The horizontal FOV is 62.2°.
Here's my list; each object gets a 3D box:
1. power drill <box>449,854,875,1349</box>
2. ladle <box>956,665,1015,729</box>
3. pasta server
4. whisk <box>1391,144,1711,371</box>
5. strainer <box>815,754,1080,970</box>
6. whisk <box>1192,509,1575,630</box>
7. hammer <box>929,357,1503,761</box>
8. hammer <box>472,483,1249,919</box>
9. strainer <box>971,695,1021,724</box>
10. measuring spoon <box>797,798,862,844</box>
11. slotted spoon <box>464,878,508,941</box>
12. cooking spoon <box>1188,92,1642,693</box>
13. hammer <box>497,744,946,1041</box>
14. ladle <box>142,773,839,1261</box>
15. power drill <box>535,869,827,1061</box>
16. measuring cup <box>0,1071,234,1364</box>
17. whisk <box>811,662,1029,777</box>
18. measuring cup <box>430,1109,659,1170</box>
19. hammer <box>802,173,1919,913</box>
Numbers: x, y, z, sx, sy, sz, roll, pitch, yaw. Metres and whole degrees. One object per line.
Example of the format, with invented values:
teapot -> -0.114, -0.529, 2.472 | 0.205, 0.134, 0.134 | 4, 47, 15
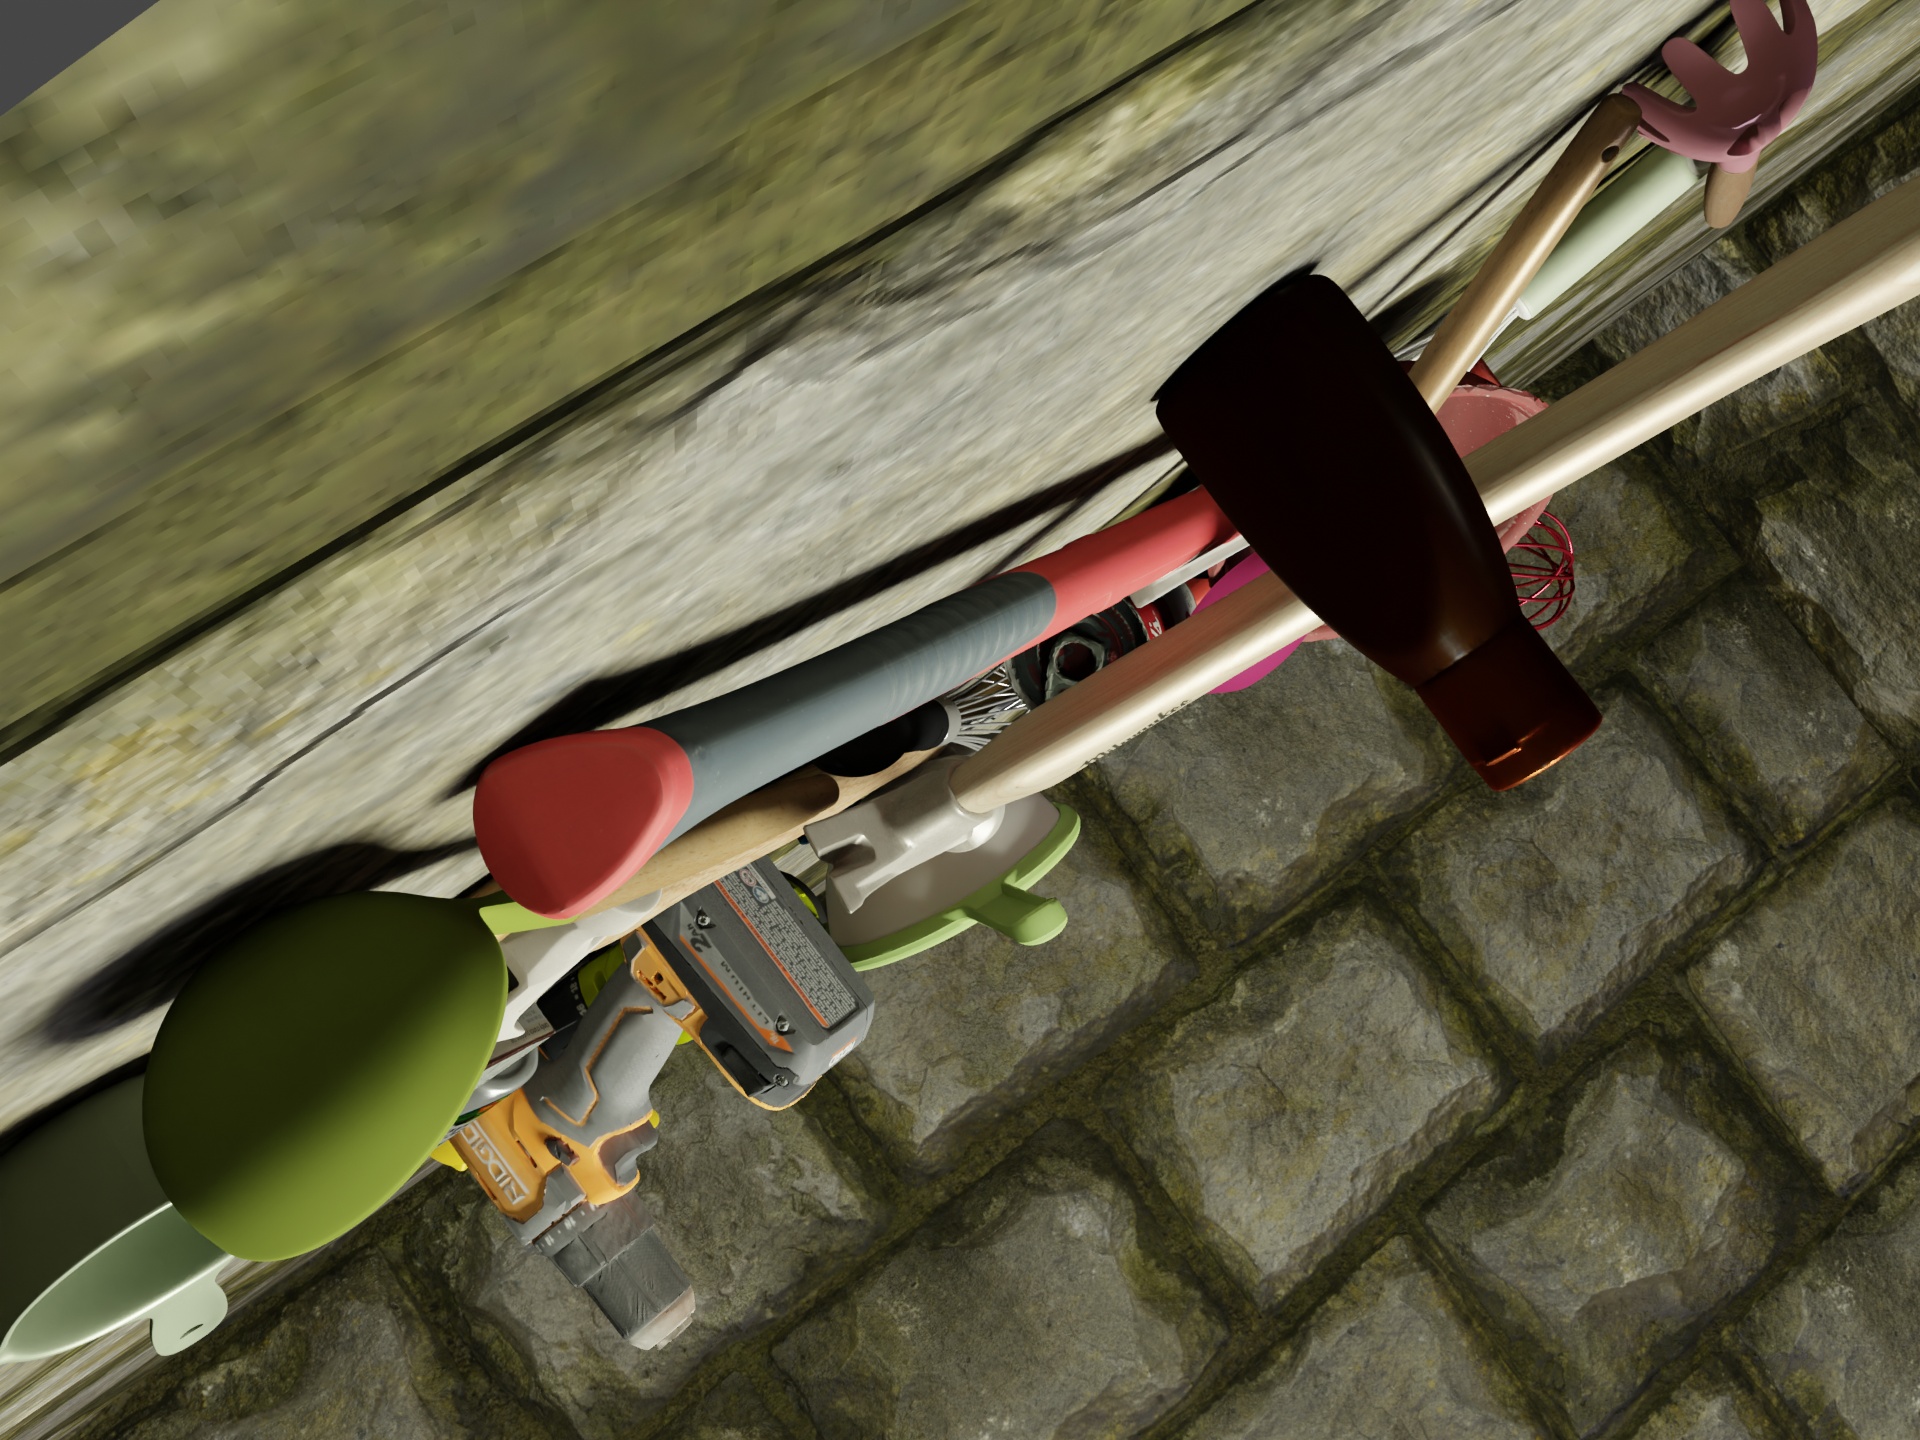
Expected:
power drill -> -0.145, 0.187, 0.771 | 0.226, 0.185, 0.084 | -41, 173, 23
ladle -> 0.088, -0.066, 0.926 | 0.315, 0.031, 0.069 | -35, 177, 12
pasta server -> 0.298, -0.224, 0.622 | 0.060, 0.040, 0.316 | -38, 173, 25
whisk -> 0.252, -0.192, 0.744 | 0.246, 0.057, 0.059 | -40, -150, 15
strainer -> -0.006, 0.062, 0.769 | 0.151, 0.069, 0.256 | -31, -173, -11
whisk -> 0.208, -0.082, 0.803 | 0.295, 0.073, 0.073 | 0, 156, -31
hammer -> 0.133, -0.075, 0.864 | 0.359, 0.037, 0.149 | -38, 162, 26
hammer -> 0.010, -0.029, 0.485 | 0.143, 0.038, 0.386 | -28, -179, 42
strainer -> 0.099, -0.060, 0.983 | 0.258, 0.050, 0.087 | -32, -139, 17
measuring spoon -> -0.091, 0.048, 0.837 | 0.042, 0.021, 0.128 | -38, 167, 15
slotted spoon -> -0.237, 0.134, 0.441 | 0.314, 0.031, 0.070 | -38, 162, -8
cooking spoon -> 0.163, -0.103, 0.622 | 0.068, 0.017, 0.318 | -2, 145, -22
hammer -> -0.089, 0.047, 0.669 | 0.130, 0.031, 0.331 | -38, 176, 29
ladle -> -0.091, 0.054, 0.437 | 0.078, 0.062, 0.320 | -25, 179, 18
power drill -> -0.172, 0.156, 0.958 | 0.190, 0.080, 0.228 | -32, 174, 2
measuring cup -> -0.214, 0.136, 0.419 | 0.083, 0.038, 0.167 | -30, 165, -34
whisk -> 0.000, -0.003, 0.714 | 0.070, 0.070, 0.284 | -37, 172, 19
measuring cup -> -0.239, 0.226, 0.922 | 0.156, 0.062, 0.029 | 12, 138, -38
hammer -> 0.131, -0.052, 0.520 | 0.410, 0.038, 0.146 | -31, 176, 18
